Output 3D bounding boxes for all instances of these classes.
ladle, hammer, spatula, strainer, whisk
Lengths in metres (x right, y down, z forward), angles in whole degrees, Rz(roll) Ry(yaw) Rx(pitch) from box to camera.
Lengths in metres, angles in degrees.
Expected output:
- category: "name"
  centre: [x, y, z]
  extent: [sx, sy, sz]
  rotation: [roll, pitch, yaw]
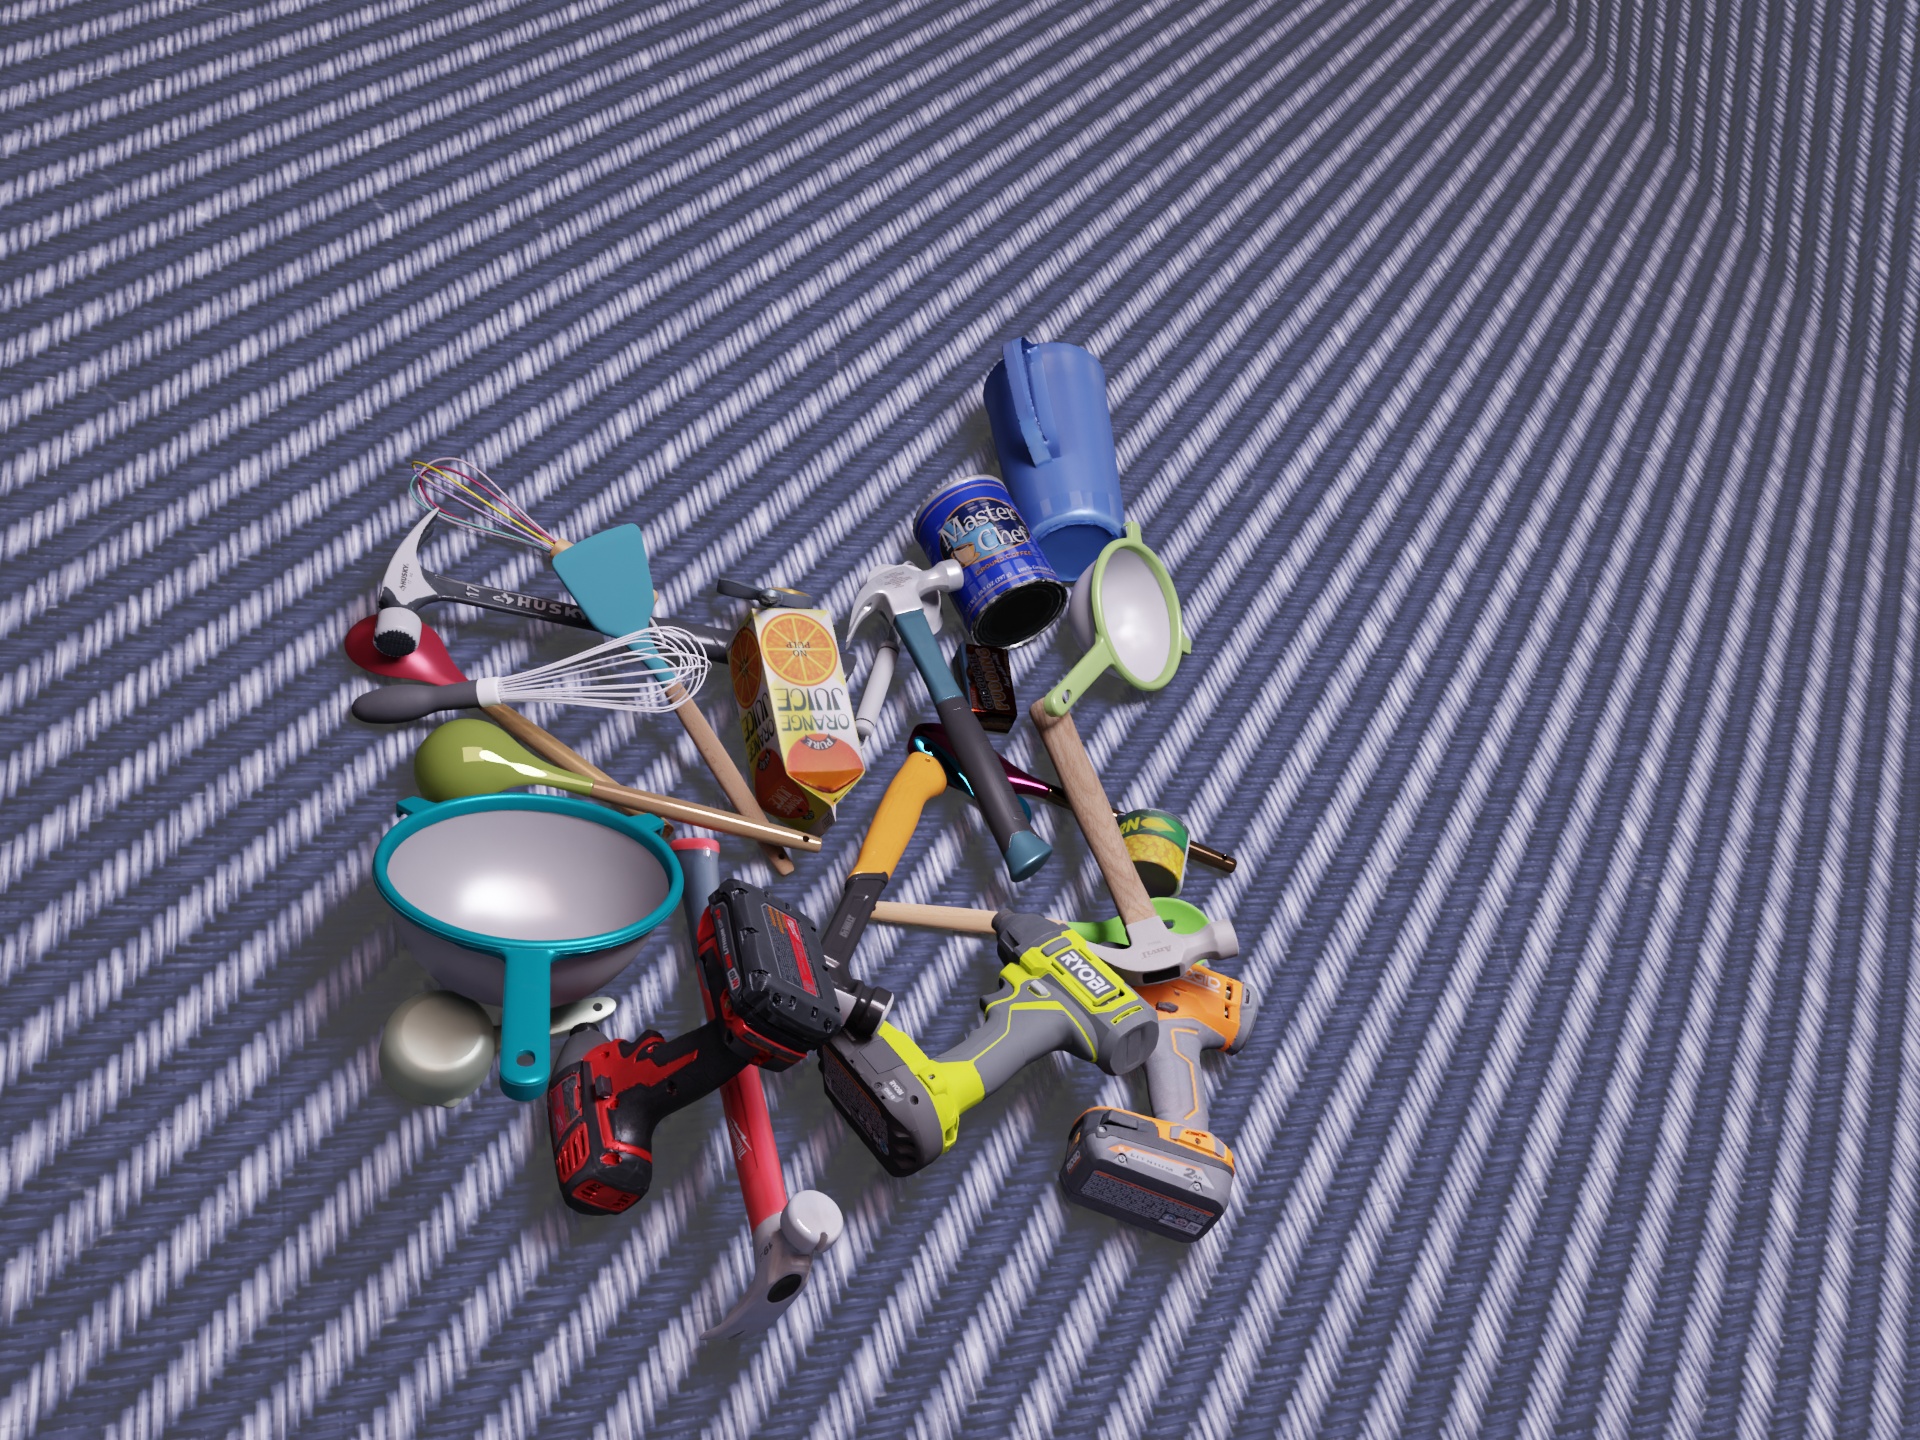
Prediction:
- category: "ladle"
  centre: [-0.362, 0.003, 1.285]
  extent: [0.315, 0.031, 0.069]
  rotation: [34, 47, 4]
- category: "hammer"
  centre: [-0.075, 0.112, 1.253]
  extent: [0.127, 0.034, 0.337]
  rotation: [27, 30, -1]
- category: "spatula"
  centre: [-0.222, -0.011, 1.299]
  extent: [0.082, 0.044, 0.317]
  rotation: [-29, 83, -31]
- category: "strainer"
  centre: [-0.294, 0.168, 1.074]
  extent: [0.211, 0.095, 0.341]
  rotation: [5, 25, -17]
- category: "hammer"
  centre: [-0.171, 0.239, 1.135]
  extent: [0.038, 0.143, 0.387]
  rotation: [15, 34, -32]
- category: "hammer"
  centre: [-0.002, -0.004, 1.386]
  extent: [0.128, 0.033, 0.331]
  rotation: [-14, 58, -20]
- category: "strainer"
  centre: [-0.062, -0.070, 1.473]
  extent: [0.086, 0.050, 0.259]
  rotation: [31, 48, -17]
- category: "ladle"
  centre: [-0.266, 0.065, 1.253]
  extent: [0.320, 0.062, 0.078]
  rotation: [16, 57, -14]
- category: "whisk"
  centre: [-0.379, -0.164, 1.407]
  extent: [0.245, 0.047, 0.051]
  rotation: [29, 45, -3]
- category: "whisk"
  centre: [-0.337, -0.026, 1.250]
  extent: [0.284, 0.070, 0.070]
  rotation: [-8, 52, 1]
- category: "hammer"
  centre: [0.117, 0.093, 1.358]
  extent: [0.130, 0.031, 0.332]
  rotation: [-16, 43, -5]
- category: "strainer"
  centre: [0.125, -0.071, 1.520]
  extent: [0.256, 0.069, 0.151]
  rotation: [-46, 116, -45]
- category: "hammer"
  centre: [-0.282, -0.082, 1.364]
  extent: [0.408, 0.036, 0.149]
  rotation: [11, 47, -22]

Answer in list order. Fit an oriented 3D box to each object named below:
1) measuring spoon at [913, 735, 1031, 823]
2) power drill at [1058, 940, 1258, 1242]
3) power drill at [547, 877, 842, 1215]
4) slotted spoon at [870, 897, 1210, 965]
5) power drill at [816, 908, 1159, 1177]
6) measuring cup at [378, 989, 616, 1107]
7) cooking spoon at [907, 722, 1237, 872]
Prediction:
- category: "measuring spoon"
  centre: [0.011, 0.053, 1.397]
  extent: [0.128, 0.021, 0.042]
  rotation: [39, 63, 3]
- category: "power drill"
  centre: [0.143, 0.274, 1.245]
  extent: [0.164, 0.084, 0.227]
  rotation: [21, 43, -3]
- category: "power drill"
  centre: [-0.191, 0.214, 1.062]
  extent: [0.078, 0.219, 0.143]
  rotation: [36, 19, -39]
- category: "slotted spoon"
  centre: [0.063, 0.171, 1.330]
  extent: [0.313, 0.031, 0.070]
  rotation: [8, 63, -16]
- category: "power drill"
  centre: [0.011, 0.228, 1.186]
  extent: [0.223, 0.080, 0.171]
  rotation: [-22, 41, -27]
- category: "measuring cup"
  centre: [-0.320, 0.213, 1.114]
  extent: [0.167, 0.038, 0.083]
  rotation: [-12, 58, -29]
- category: "cooking spoon"
  centre: [0.103, 0.073, 1.436]
  extent: [0.319, 0.017, 0.069]
  rotation: [22, 47, -4]
